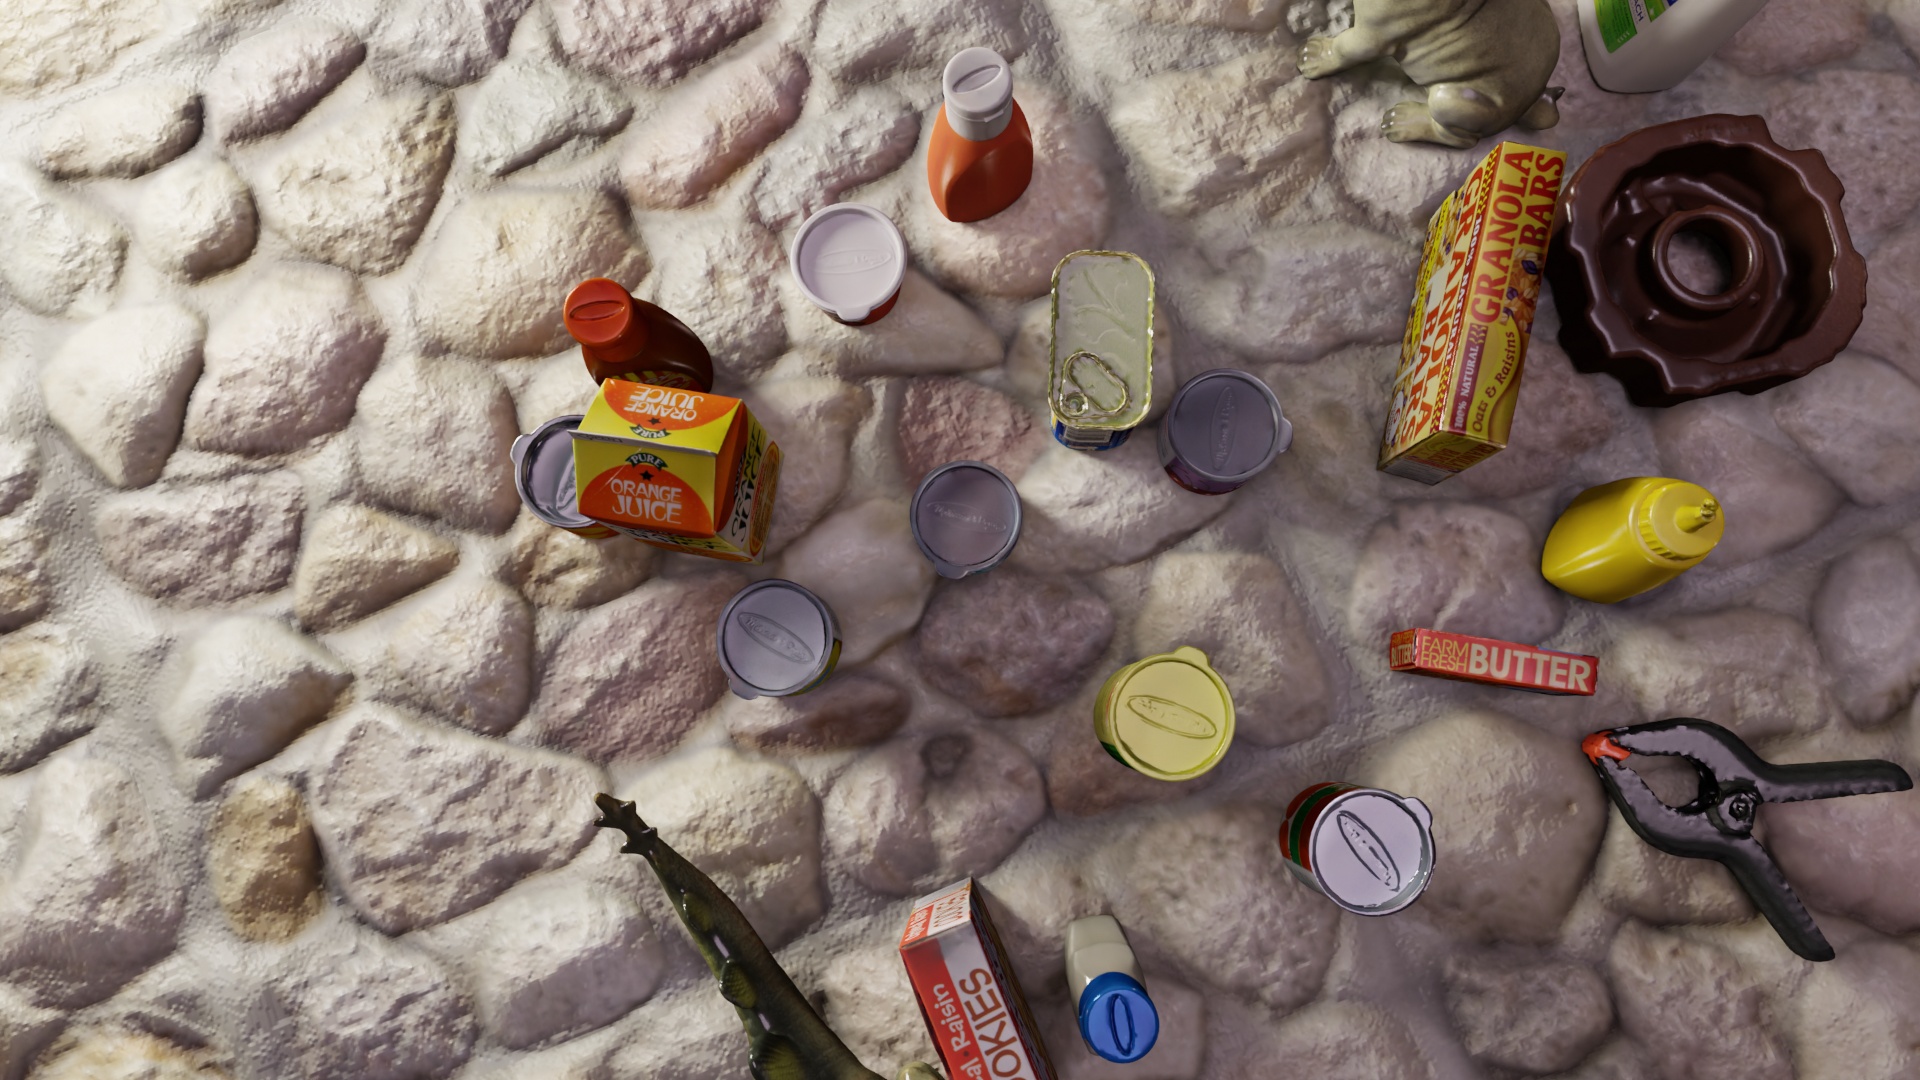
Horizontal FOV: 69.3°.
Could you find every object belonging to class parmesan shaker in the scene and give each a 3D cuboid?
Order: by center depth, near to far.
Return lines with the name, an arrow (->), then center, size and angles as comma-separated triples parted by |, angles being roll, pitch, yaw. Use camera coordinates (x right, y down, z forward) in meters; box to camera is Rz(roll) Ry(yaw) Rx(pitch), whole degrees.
parmesan shaker -> 0.112, 0.095, 0.770 | 0.071, 0.103, 0.071 | 0, 83, 1

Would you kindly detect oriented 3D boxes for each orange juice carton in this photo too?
orange juice carton -> -0.149, -0.036, 0.747 | 0.072, 0.192, 0.073 | 10, 83, 2

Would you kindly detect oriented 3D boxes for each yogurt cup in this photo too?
yogurt cup -> -0.065, -0.161, 0.832 | 0.072, 0.054, 0.072 | 0, 83, 1

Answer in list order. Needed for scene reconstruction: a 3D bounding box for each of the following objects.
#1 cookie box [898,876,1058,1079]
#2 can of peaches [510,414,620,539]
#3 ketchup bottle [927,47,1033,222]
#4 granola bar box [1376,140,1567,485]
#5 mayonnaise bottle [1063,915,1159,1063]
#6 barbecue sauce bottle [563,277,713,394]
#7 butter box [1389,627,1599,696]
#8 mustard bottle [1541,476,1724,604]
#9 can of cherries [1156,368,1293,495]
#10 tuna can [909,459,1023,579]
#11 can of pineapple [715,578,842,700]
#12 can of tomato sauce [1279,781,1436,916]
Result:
cookie box -> 0.012, 0.248, 0.719 | 0.040, 0.167, 0.123 | -23, 83, -2
can of peaches -> -0.222, -0.037, 0.816 | 0.071, 0.058, 0.071 | 0, 83, 1
ketchup bottle -> 0.011, -0.230, 0.792 | 0.065, 0.148, 0.043 | -28, 83, -2
granola bar box -> 0.285, -0.123, 0.786 | 0.039, 0.124, 0.165 | 14, 83, 3
mayonnaise bottle -> 0.078, 0.238, 0.729 | 0.041, 0.148, 0.065 | -9, 83, 0
barbecue sauce bottle -> -0.183, -0.109, 0.780 | 0.065, 0.148, 0.043 | -10, 83, 0
butter box -> 0.303, 0.070, 0.796 | 0.103, 0.053, 0.024 | 9, 83, 2
mustard bottle -> 0.368, -0.003, 0.750 | 0.049, 0.160, 0.065 | 25, 84, 4
can of cherries -> 0.153, -0.061, 0.813 | 0.071, 0.058, 0.071 | 0, 83, 1
tuna can -> 0.003, -0.010, 0.822 | 0.071, 0.033, 0.071 | 0, 83, 1
can of pineapple -> -0.105, 0.058, 0.802 | 0.071, 0.058, 0.071 | 0, 83, 1
can of tomato sauce -> 0.218, 0.167, 0.769 | 0.071, 0.083, 0.071 | 0, 83, 1
